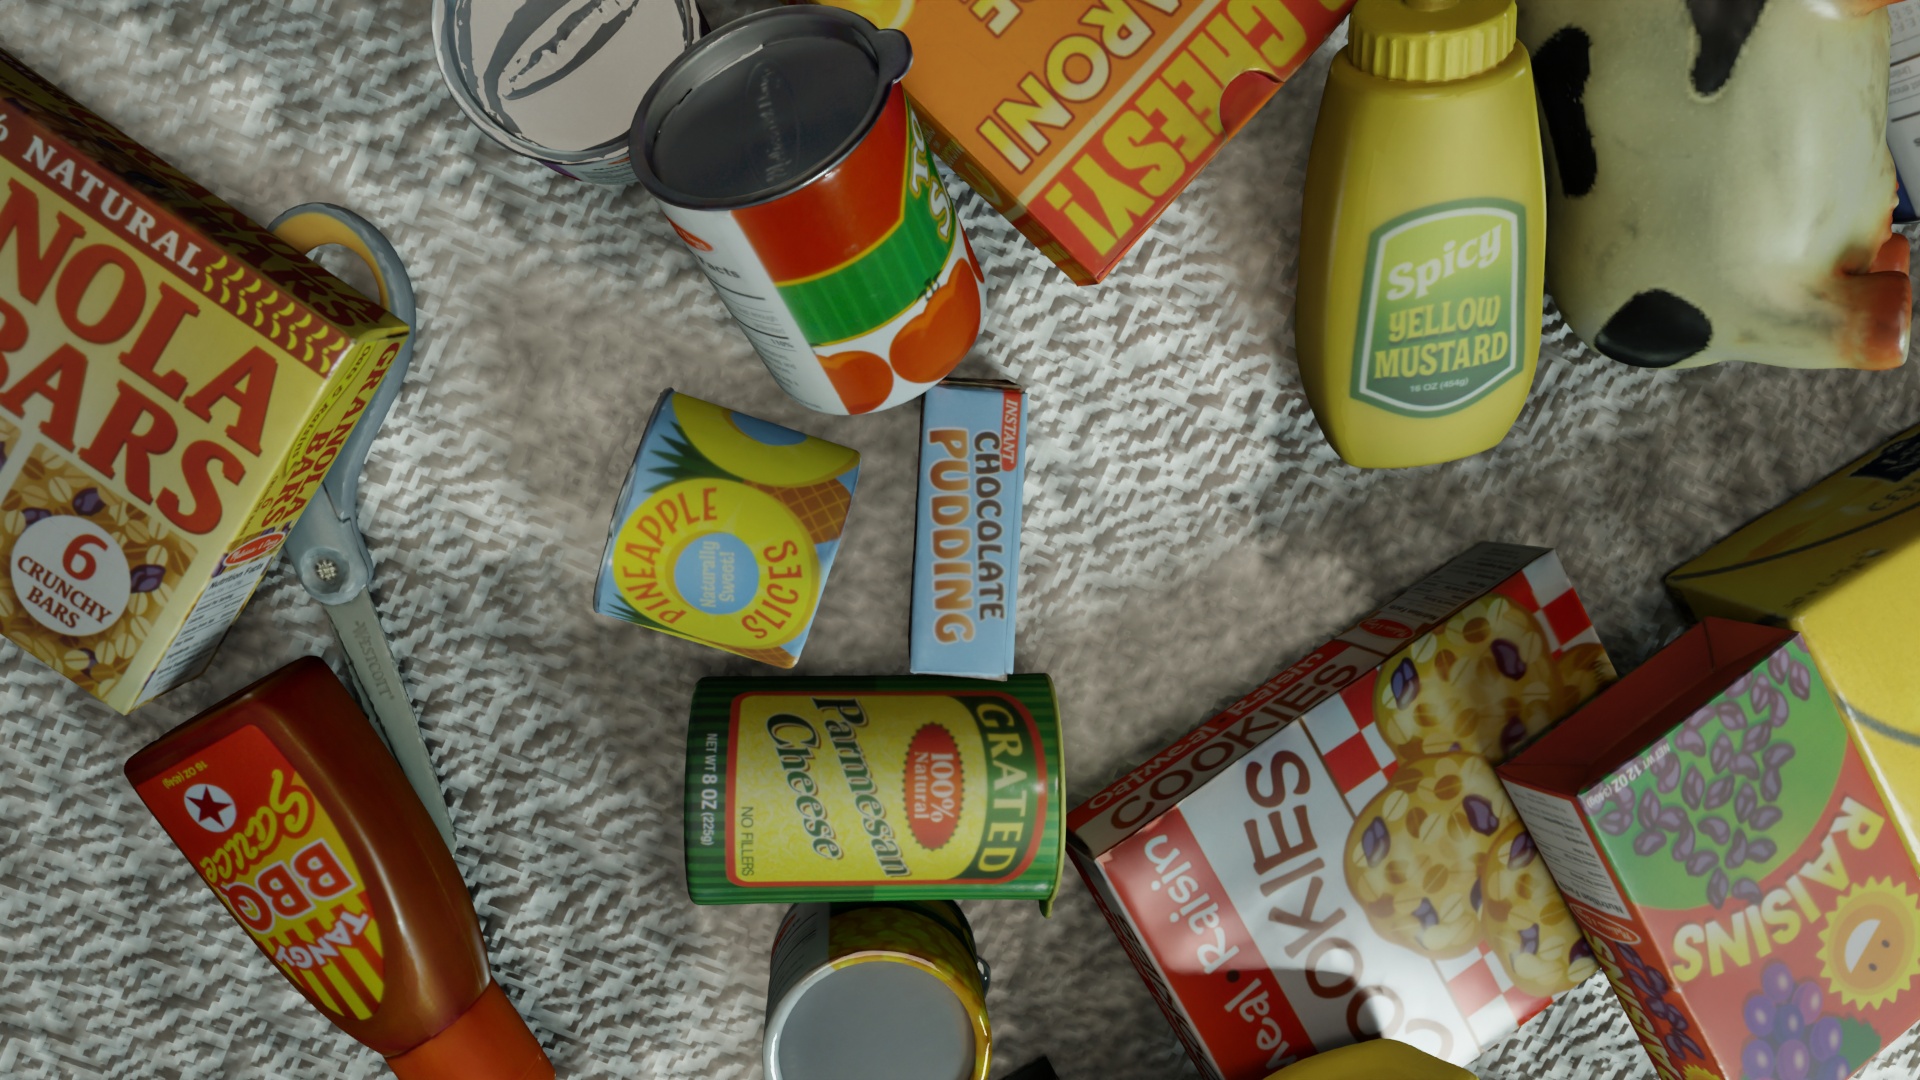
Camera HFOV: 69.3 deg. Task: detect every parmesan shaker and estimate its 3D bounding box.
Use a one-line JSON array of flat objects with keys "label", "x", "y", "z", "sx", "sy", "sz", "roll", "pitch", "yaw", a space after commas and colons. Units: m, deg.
[{"label": "parmesan shaker", "x": -0.025, "y": 0.075, "z": 0.403, "sx": 0.103, "sy": 0.071, "sz": 0.071, "roll": 0, "pitch": 98, "yaw": -5}]

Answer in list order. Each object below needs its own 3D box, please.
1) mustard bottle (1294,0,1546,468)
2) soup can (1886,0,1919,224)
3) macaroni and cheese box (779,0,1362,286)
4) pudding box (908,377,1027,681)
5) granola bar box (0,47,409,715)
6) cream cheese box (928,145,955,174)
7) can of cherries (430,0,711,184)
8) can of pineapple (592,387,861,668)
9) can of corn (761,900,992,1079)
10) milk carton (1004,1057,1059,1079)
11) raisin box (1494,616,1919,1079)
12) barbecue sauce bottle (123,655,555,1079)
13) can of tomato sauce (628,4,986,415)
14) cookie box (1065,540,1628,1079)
[{"label": "mustard bottle", "x": 0.122, "y": -0.094, "z": 0.370, "sx": 0.065, "sy": 0.049, "sz": 0.159, "roll": -10, "pitch": 129, "yaw": 3}, {"label": "soup can", "x": 0.290, "y": -0.145, "z": 0.404, "sx": 0.071, "sy": 0.071, "sz": 0.083, "roll": -29, "pitch": 99, "yaw": 0}, {"label": "macaroni and cheese box", "x": 0.016, "y": -0.167, "z": 0.361, "sx": 0.166, "sy": 0.040, "sz": 0.123, "roll": 43, "pitch": 92, "yaw": -10}, {"label": "pudding box", "x": 0.001, "y": -0.005, "z": 0.404, "sx": 0.030, "sy": 0.050, "sz": 0.083, "roll": 3, "pitch": 98, "yaw": -4}, {"label": "granola bar box", "x": -0.251, "y": -0.052, "z": 0.368, "sx": 0.165, "sy": 0.039, "sz": 0.124, "roll": 35, "pitch": 101, "yaw": -3}, {"label": "cream cheese box", "x": 0.015, "y": -0.158, "z": 0.397, "sx": 0.053, "sy": 0.024, "sz": 0.103, "roll": -2, "pitch": 98, "yaw": -4}, {"label": "can of cherries", "x": -0.101, "y": -0.134, "z": 0.373, "sx": 0.071, "sy": 0.058, "sz": 0.071, "roll": -1, "pitch": 99, "yaw": -4}, {"label": "can of pineapple", "x": -0.065, "y": -0.002, "z": 0.388, "sx": 0.058, "sy": 0.071, "sz": 0.071, "roll": 18, "pitch": 96, "yaw": -7}, {"label": "can of corn", "x": -0.023, "y": 0.141, "z": 0.417, "sx": 0.071, "sy": 0.058, "sz": 0.071, "roll": -1, "pitch": 98, "yaw": -5}, {"label": "milk carton", "x": 0.046, "y": 0.271, "z": 0.435, "sx": 0.073, "sy": 0.072, "sz": 0.190, "roll": -30, "pitch": 98, "yaw": 0}, {"label": "raisin box", "x": 0.223, "y": 0.097, "z": 0.403, "sx": 0.086, "sy": 0.040, "sz": 0.123, "roll": -33, "pitch": 99, "yaw": -11}, {"label": "barbecue sauce bottle", "x": -0.173, "y": 0.109, "z": 0.405, "sx": 0.065, "sy": 0.044, "sz": 0.148, "roll": -26, "pitch": 102, "yaw": 19}, {"label": "can of tomato sauce", "x": -0.034, "y": -0.082, "z": 0.356, "sx": 0.071, "sy": 0.082, "sz": 0.071, "roll": -9, "pitch": 57, "yaw": 14}, {"label": "cookie box", "x": 0.131, "y": 0.095, "z": 0.424, "sx": 0.168, "sy": 0.040, "sz": 0.122, "roll": -32, "pitch": 100, "yaw": -9}]
